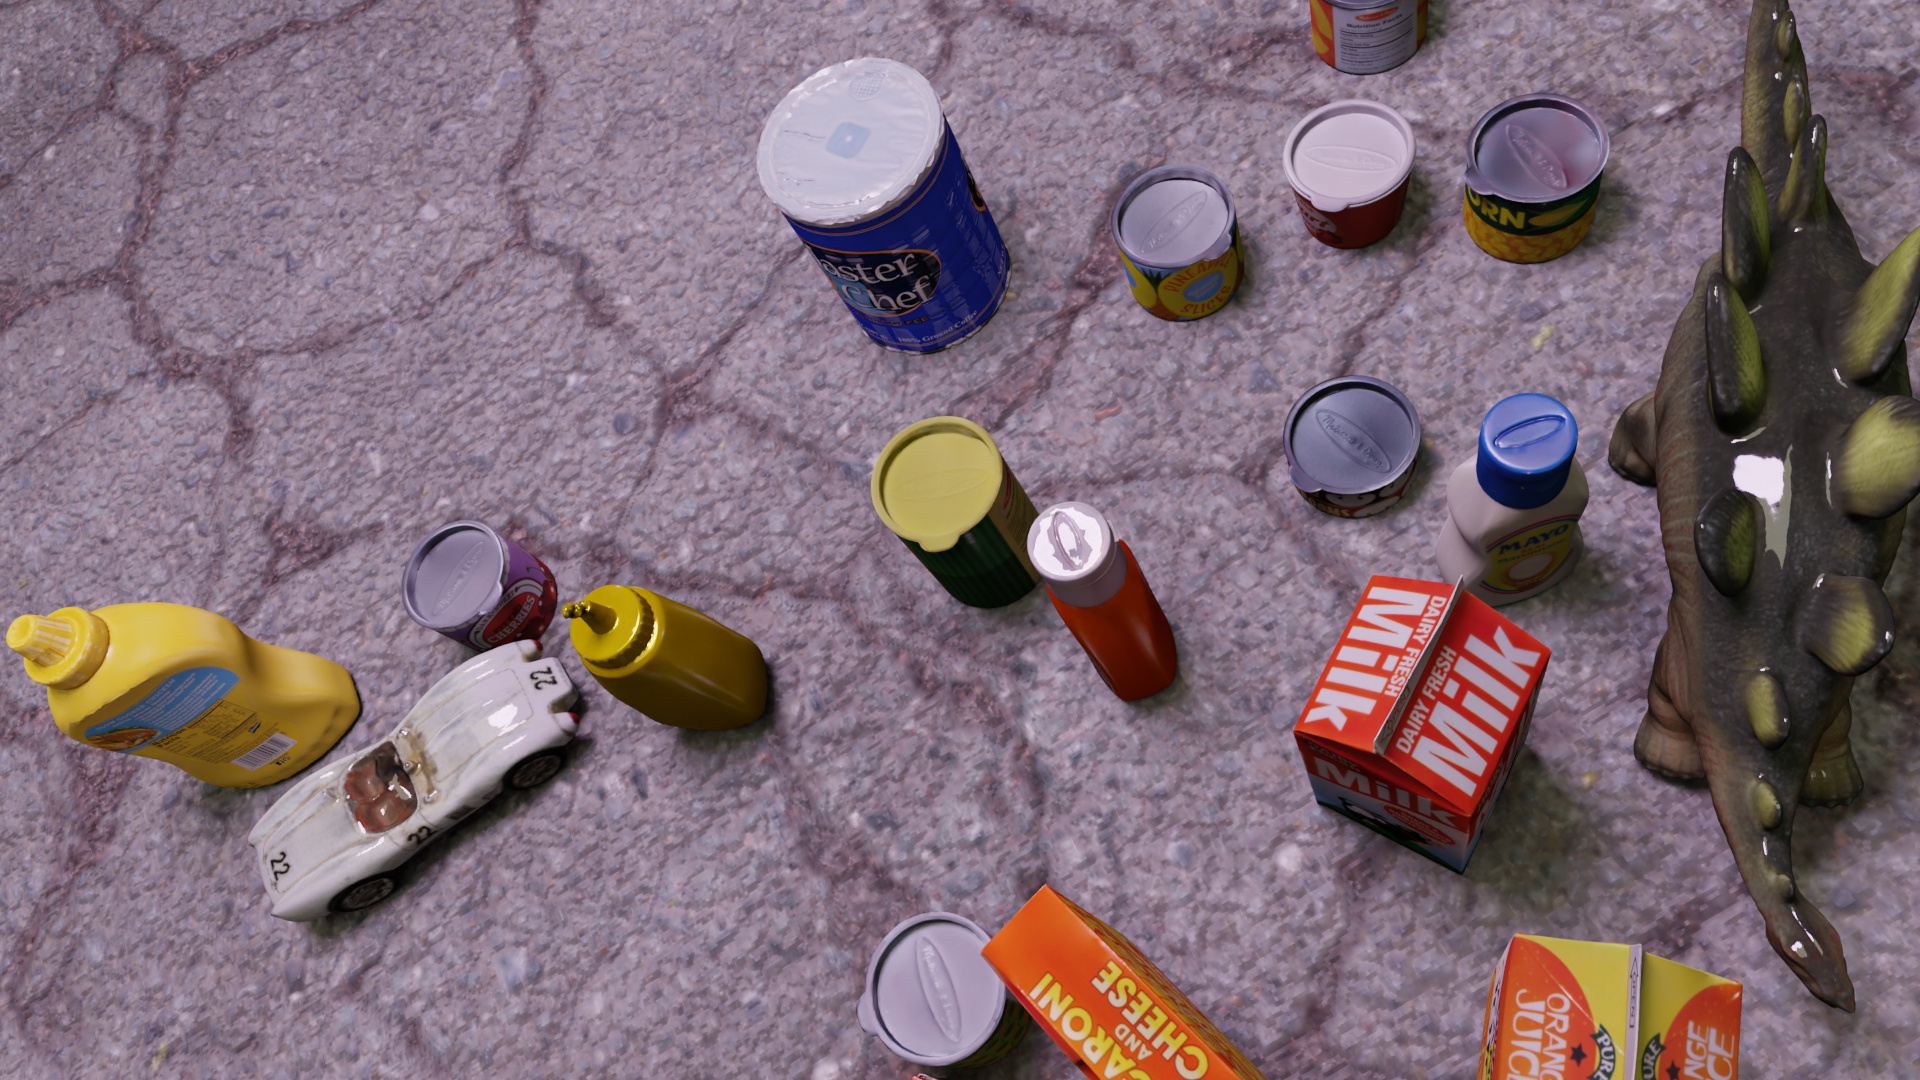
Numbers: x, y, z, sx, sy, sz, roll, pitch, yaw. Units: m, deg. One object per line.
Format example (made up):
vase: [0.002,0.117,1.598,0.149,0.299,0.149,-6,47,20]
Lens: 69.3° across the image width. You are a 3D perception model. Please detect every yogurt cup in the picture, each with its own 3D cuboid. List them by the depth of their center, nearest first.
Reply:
yogurt cup: [0.211,-0.195,0.750,0.072,0.053,0.072,-6,66,15]

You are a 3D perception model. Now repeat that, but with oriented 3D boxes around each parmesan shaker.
parmesan shaker: [0.003,-0.009,0.709,0.071,0.103,0.071,-7,66,15]

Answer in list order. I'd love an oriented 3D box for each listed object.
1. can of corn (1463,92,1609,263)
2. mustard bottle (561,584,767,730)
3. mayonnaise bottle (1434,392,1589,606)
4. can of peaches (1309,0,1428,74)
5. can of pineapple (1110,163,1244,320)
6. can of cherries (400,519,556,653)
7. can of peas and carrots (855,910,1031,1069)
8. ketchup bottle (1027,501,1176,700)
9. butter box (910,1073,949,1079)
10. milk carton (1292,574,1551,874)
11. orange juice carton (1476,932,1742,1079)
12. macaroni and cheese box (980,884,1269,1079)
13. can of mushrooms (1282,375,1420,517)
can of corn: [0.293,-0.184,0.717,0.071,0.058,0.071,-6,66,15]
mustard bottle: [-0.152,0.056,0.697,0.065,0.160,0.049,-8,66,14]
mayonnaise bottle: [0.244,-0.015,0.610,0.065,0.147,0.041,-20,64,9]
can of peaches: [0.232,-0.312,0.791,0.071,0.058,0.071,-6,66,15]
can of pineapple: [0.121,-0.161,0.762,0.071,0.057,0.071,-6,66,15]
can of cherries: [-0.276,0.030,0.805,0.071,0.058,0.072,-6,66,15]
can of peas and carrots: [-0.006,0.210,0.642,0.071,0.058,0.071,-6,66,15]
ketchup bottle: [0.067,0.026,0.647,0.043,0.148,0.065,-23,63,8]
butter box: [-0.023,0.291,0.616,0.024,0.053,0.104,16,73,23]
milk carton: [0.187,0.075,0.565,0.073,0.190,0.072,25,78,25]
orange juice carton: [0.229,0.191,0.500,0.073,0.192,0.072,8,71,21]
macaroni and cheese box: [0.082,0.206,0.556,0.040,0.166,0.124,-46,63,-5]
can of mushrooms: [0.196,-0.046,0.702,0.071,0.033,0.071,-6,66,15]
